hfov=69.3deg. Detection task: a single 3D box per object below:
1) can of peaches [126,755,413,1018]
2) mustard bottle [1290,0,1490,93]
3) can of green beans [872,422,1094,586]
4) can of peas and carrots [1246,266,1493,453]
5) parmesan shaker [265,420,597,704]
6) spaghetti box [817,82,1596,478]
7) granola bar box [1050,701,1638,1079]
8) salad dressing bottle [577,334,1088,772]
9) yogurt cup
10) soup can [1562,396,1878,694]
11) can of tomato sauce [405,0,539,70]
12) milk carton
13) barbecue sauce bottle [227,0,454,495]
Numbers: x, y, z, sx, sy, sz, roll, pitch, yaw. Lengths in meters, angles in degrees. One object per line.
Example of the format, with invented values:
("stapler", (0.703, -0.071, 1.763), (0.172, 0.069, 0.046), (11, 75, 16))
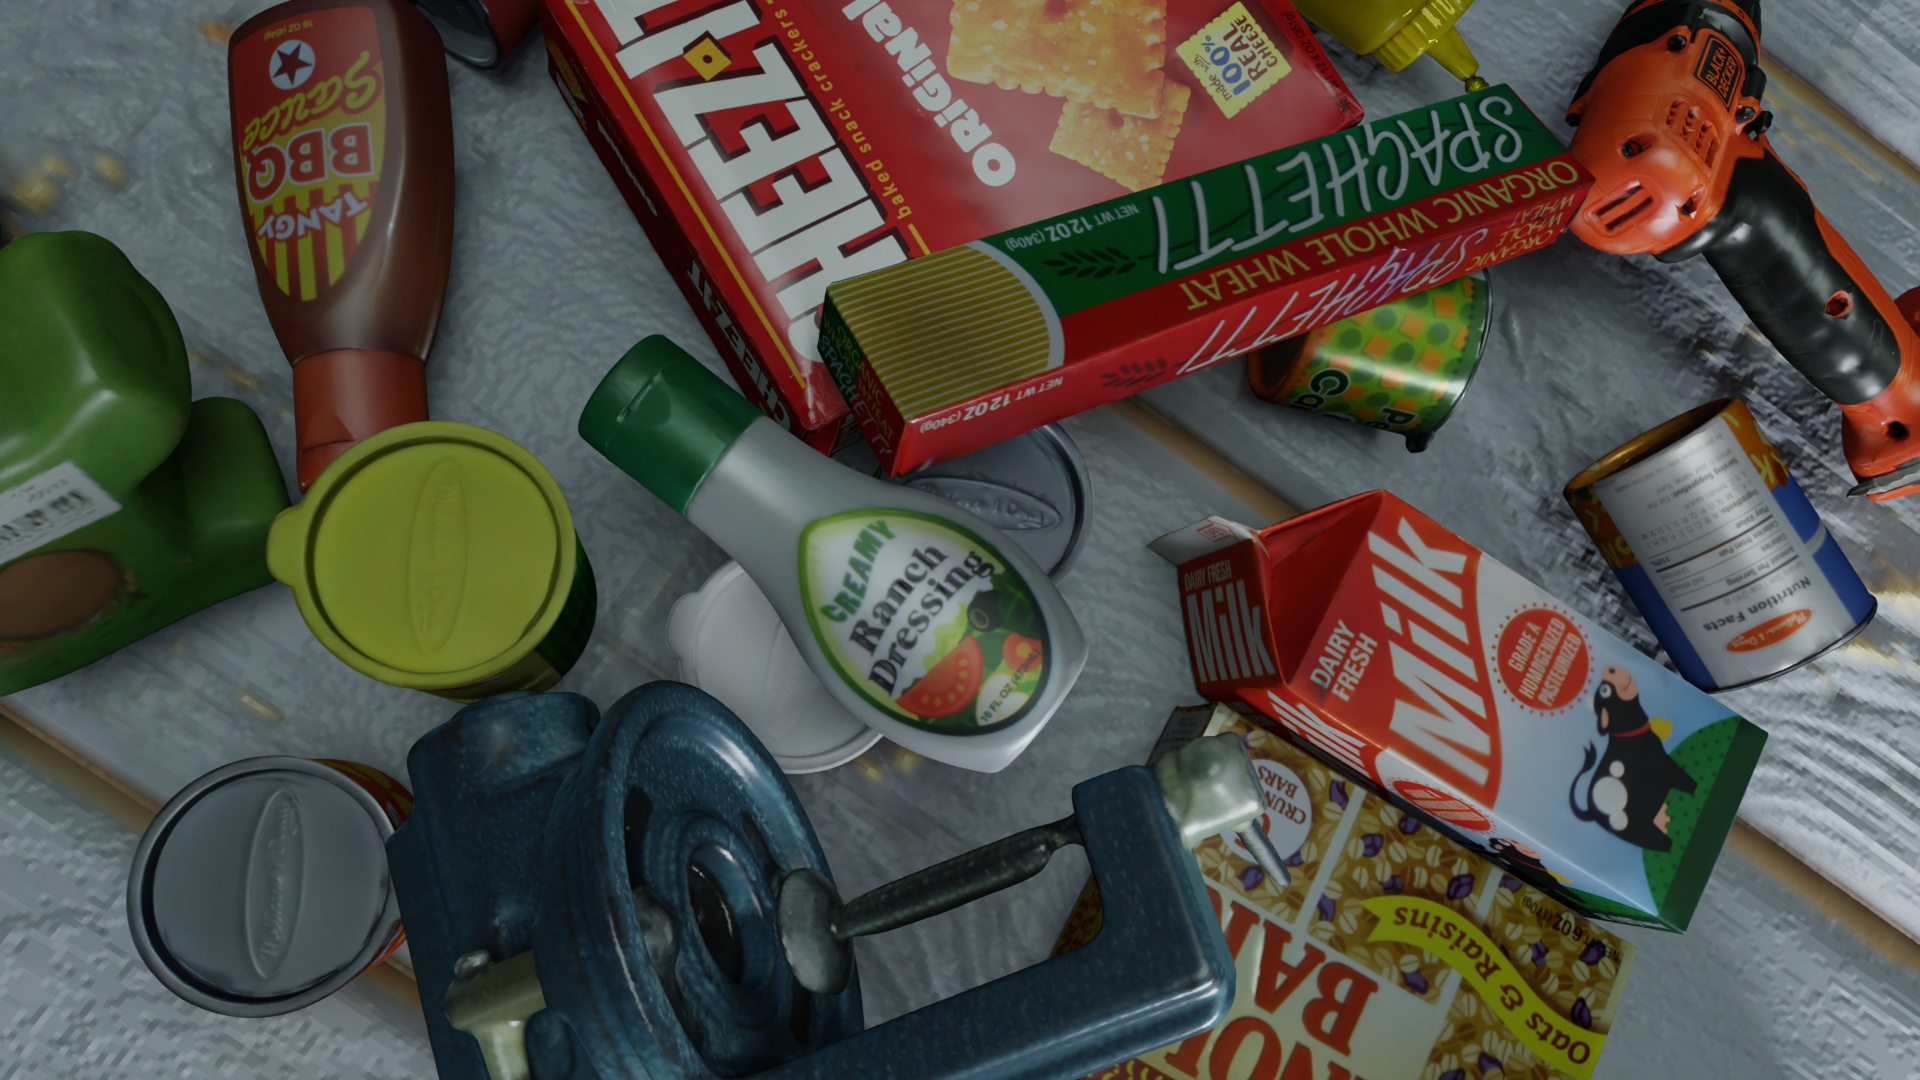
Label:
("can of peaches", (-0.182, 0.094, 0.386), (0.071, 0.058, 0.071), (2, 80, -11))
("mustard bottle", (0.138, -0.219, 0.503), (0.160, 0.065, 0.049), (45, 81, -7))
("can of green beans", (0.002, -0.008, 0.440), (0.071, 0.057, 0.071), (2, 80, -11))
("can of peas and carrots", (0.136, -0.071, 0.474), (0.059, 0.071, 0.071), (13, 79, -8))
("parmesan shaker", (-0.140, 0.010, 0.385), (0.071, 0.103, 0.071), (2, 80, -11))
("spaghetti box", (0.081, -0.083, 0.410), (0.251, 0.028, 0.050), (-21, 65, -21))
("granola bar box", (0.119, 0.146, 0.446), (0.165, 0.039, 0.124), (30, 76, -5))
("salad dressing bottle", (-0.036, 0.002, 0.380), (0.147, 0.044, 0.064), (37, 86, 0))
("yogurt cup", (-0.051, 0.036, 0.423), (0.072, 0.054, 0.072), (2, 80, -11))
("soup can", (0.264, 0.001, 0.488), (0.071, 0.071, 0.084), (-31, 87, -14))
("can of tomato sauce", (-0.146, -0.203, 0.438), (0.071, 0.071, 0.083), (36, 76, -4))
("milk carton", (0.150, 0.046, 0.452), (0.190, 0.072, 0.073), (31, 77, -4))
("barbecue sauce bottle", (-0.183, -0.087, 0.418), (0.065, 0.043, 0.148), (-11, 79, 12))
